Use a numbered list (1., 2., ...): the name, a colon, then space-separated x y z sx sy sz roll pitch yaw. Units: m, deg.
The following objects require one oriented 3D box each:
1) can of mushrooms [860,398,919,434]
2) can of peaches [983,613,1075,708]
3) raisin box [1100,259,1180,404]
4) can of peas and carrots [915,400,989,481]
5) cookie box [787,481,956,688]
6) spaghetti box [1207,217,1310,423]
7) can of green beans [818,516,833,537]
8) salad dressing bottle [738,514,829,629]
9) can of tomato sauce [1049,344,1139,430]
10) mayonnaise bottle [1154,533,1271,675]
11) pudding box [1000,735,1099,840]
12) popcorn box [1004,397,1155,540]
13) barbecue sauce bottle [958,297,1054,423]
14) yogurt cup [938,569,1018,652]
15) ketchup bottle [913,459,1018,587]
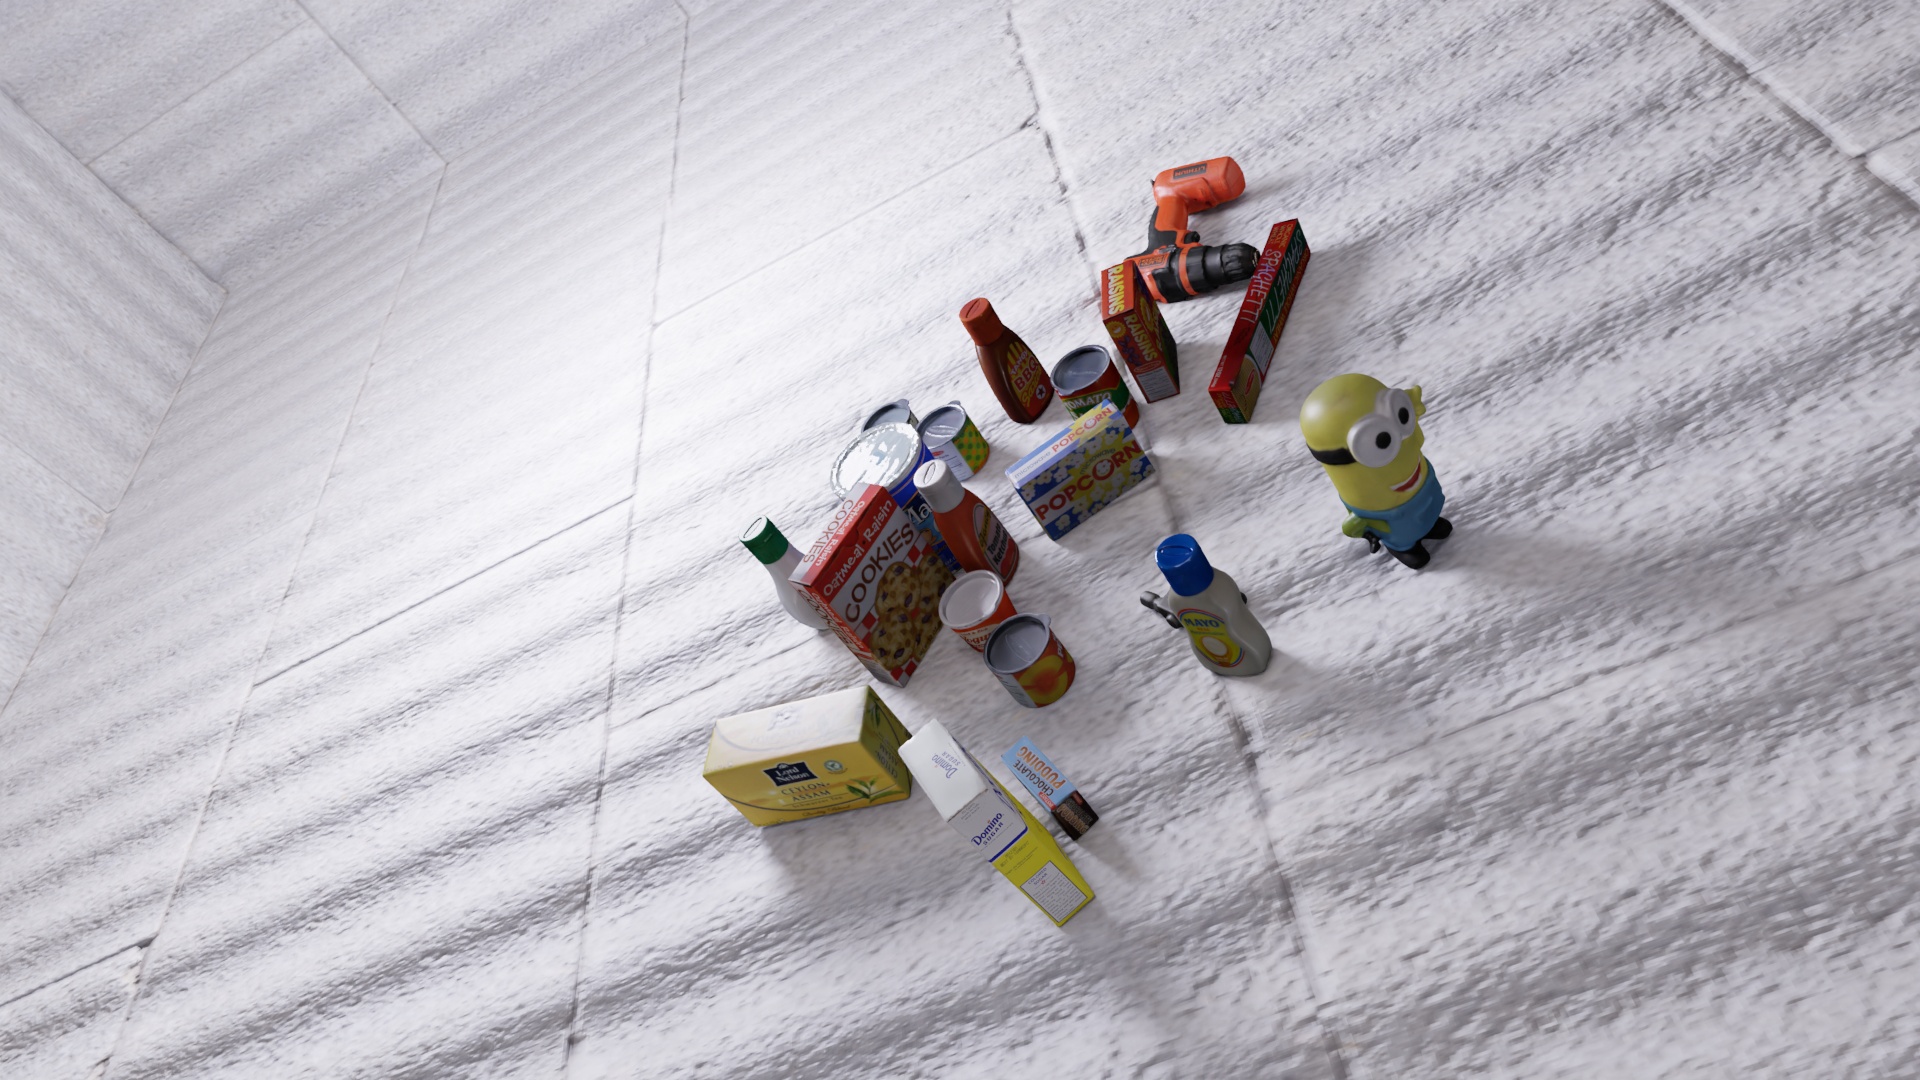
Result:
1. can of mushrooms: -0.078 -0.128 1.608 0.071 0.033 0.071 -20 42 19
2. can of peaches: 0.064 0.107 1.249 0.071 0.058 0.071 -20 42 19
3. raisin box: 0.186 -0.215 1.429 0.040 0.123 0.086 -17 43 23
4. can of peas and carrots: -0.009 -0.108 1.517 0.071 0.058 0.071 -20 42 19
5. cookie box: -0.076 0.043 1.329 0.040 0.167 0.123 10 58 42
6. spaghetti box: 0.307 -0.226 1.410 0.028 0.050 0.251 0 51 37
7. can of green beans: -0.108 0.007 1.476 0.071 0.057 0.071 -20 42 19
8. salad dressing bottle: -0.172 0.032 1.426 0.044 0.147 0.064 20 65 46
9. can of tomato sauce: 0.139 -0.148 1.429 0.071 0.083 0.071 -20 42 19
10. mayonnaise bottle: 0.202 0.054 1.130 0.064 0.147 0.041 1 52 37
11. pudding box: 0.073 0.205 1.152 0.030 0.049 0.084 -41 39 -6
12. popcorn box: 0.118 -0.069 1.364 0.127 0.085 0.038 -35 39 2
13. barbecue sauce bottle: 0.047 -0.196 1.492 0.043 0.148 0.065 8 57 41
14. yogurt cup: 0.020 0.070 1.322 0.072 0.053 0.073 -20 42 19
15. ketchup bottle: 0.005 -0.017 1.345 0.043 0.148 0.065 -7 47 32
